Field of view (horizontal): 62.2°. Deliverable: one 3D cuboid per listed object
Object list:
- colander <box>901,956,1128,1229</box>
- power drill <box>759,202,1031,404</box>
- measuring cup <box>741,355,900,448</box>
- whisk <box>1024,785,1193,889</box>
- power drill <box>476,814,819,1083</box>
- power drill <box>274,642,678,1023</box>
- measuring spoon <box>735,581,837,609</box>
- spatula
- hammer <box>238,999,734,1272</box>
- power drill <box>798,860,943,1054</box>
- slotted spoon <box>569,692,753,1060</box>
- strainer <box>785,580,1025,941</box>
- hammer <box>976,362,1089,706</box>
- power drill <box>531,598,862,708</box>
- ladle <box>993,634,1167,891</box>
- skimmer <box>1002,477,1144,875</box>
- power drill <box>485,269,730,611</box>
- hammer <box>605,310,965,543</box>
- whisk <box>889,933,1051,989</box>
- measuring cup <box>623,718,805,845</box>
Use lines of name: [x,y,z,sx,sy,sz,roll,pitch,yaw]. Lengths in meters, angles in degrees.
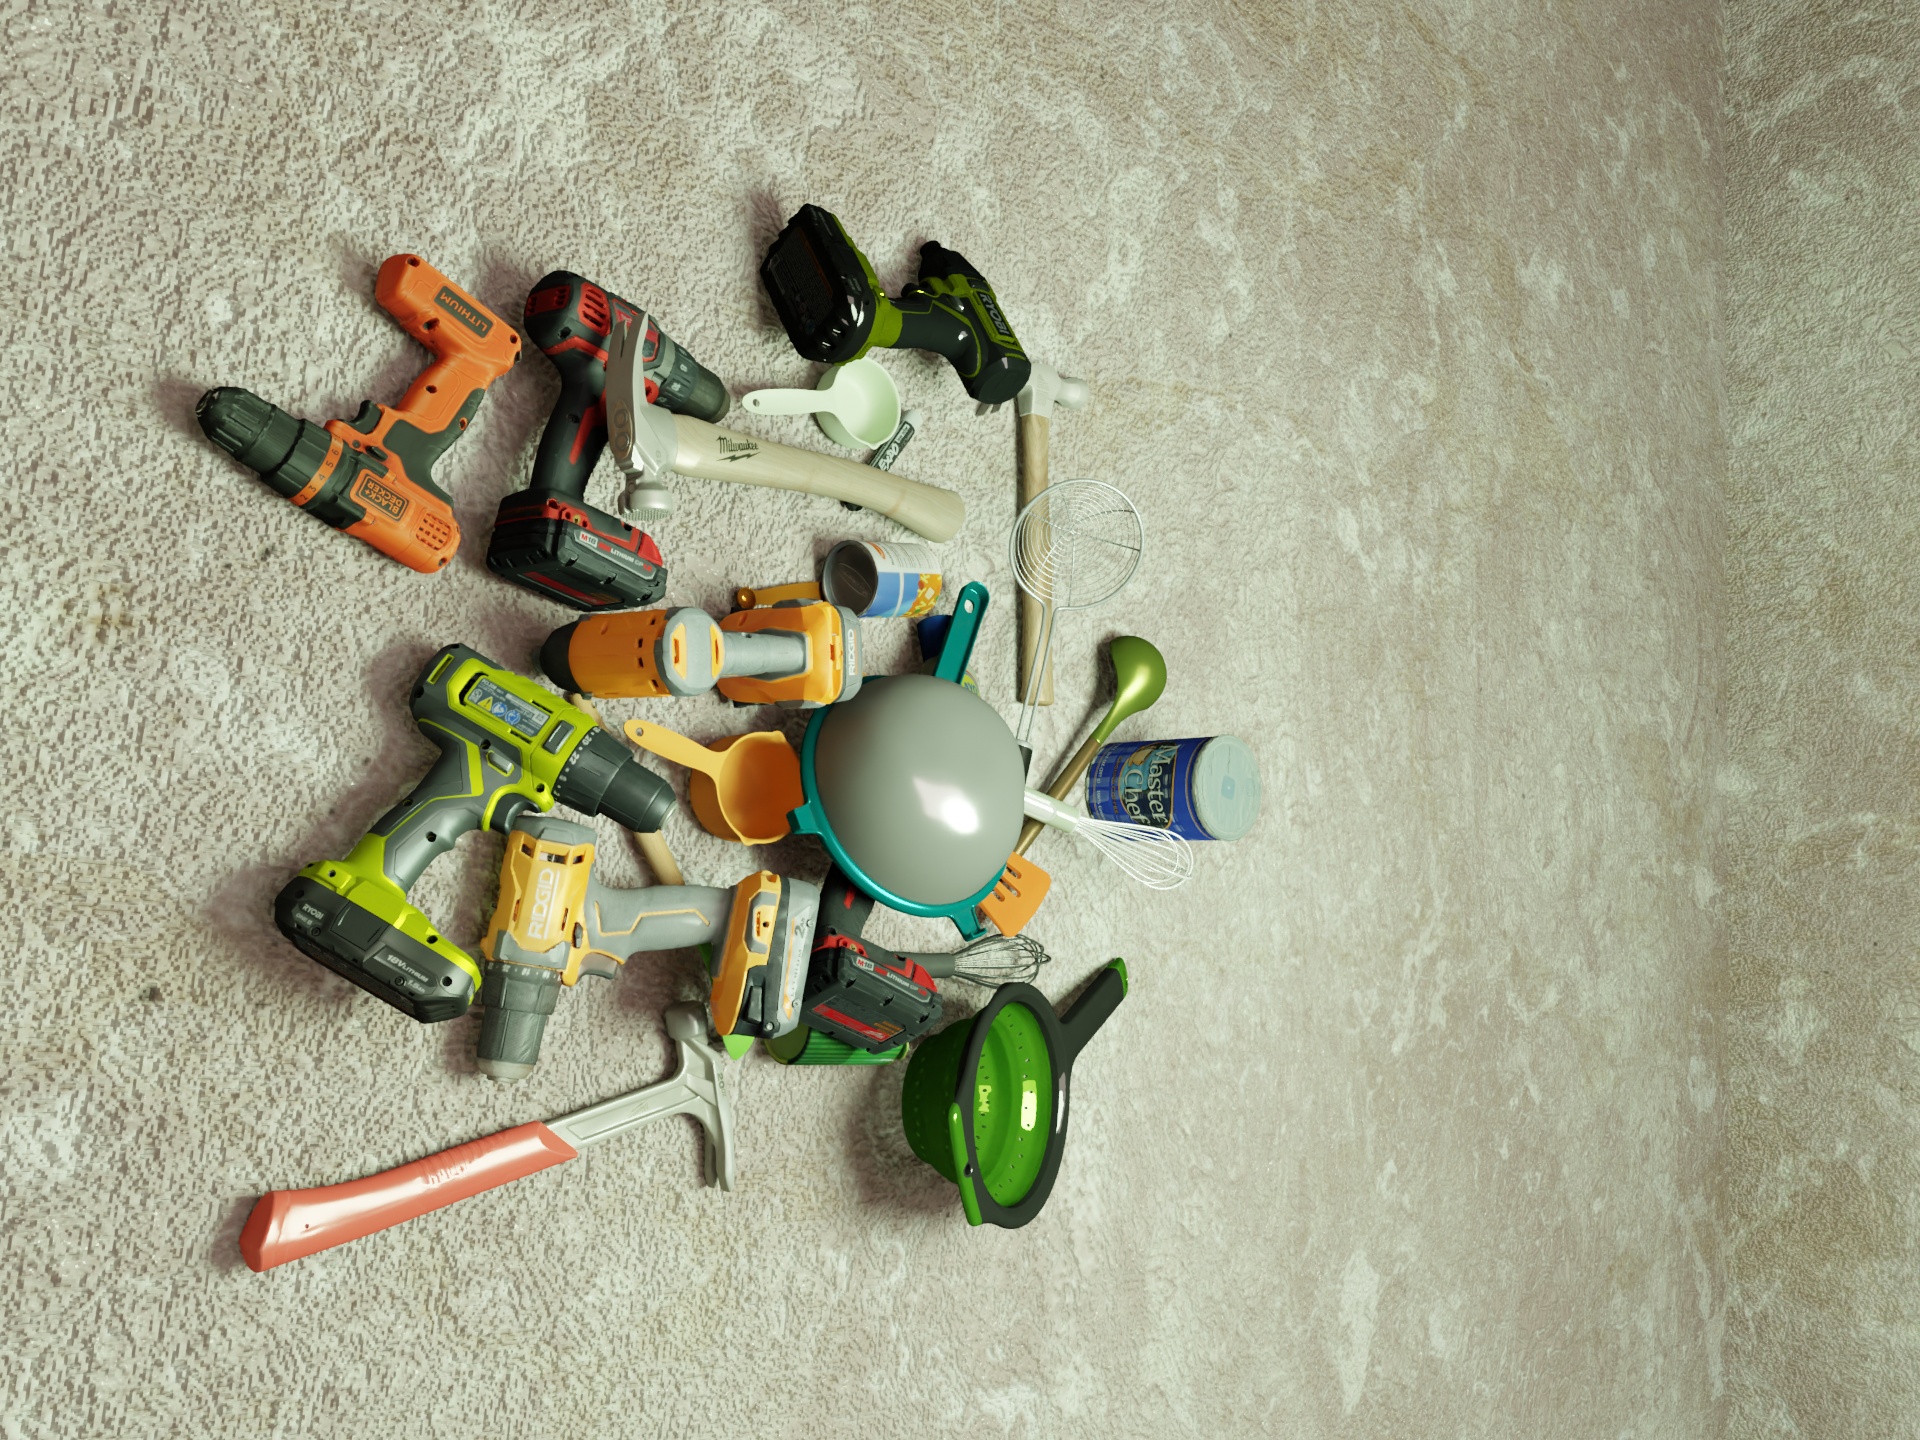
colander: [0.048,0.306,1.439,0.397,0.094,0.204,-32,115,-60]
power drill: [-0.054,-0.364,1.373,0.223,0.080,0.171,-1,57,-45]
measuring cup: [-0.124,-0.266,1.345,0.167,0.038,0.083,-11,94,-42]
whisk: [0.112,0.098,1.486,0.246,0.059,0.058,24,100,-15]
power drill: [-0.229,0.177,1.141,0.226,0.084,0.185,13,77,-18]
power drill: [-0.318,0.080,1.056,0.190,0.080,0.229,31,64,-1]
measuring spoon: [-0.144,-0.104,1.333,0.117,0.011,0.021,-9,88,-47]
spatula: [-0.025,0.053,1.410,0.081,0.041,0.322,-50,118,-35]
hammer: [-0.314,0.314,1.113,0.359,0.037,0.149,-11,94,-44]
power drill: [-0.069,0.148,1.293,0.143,0.078,0.220,31,43,-29]
slotted spoon: [-0.223,0.118,1.215,0.070,0.031,0.313,-80,147,-76]
strainer: [-0.002,-0.004,1.309,0.210,0.095,0.341,35,49,-22]
hammer: [0.071,-0.180,1.529,0.130,0.031,0.331,4,84,-44]
power drill: [-0.197,-0.049,1.190,0.226,0.164,0.084,-3,92,-56]
ladle: [0.108,0.040,1.547,0.320,0.062,0.078,-52,122,-25]
skimmer: [0.078,-0.040,1.436,0.127,0.090,0.363,18,73,-15]
power drill: [-0.253,-0.198,1.184,0.187,0.080,0.227,25,66,-53]
hammer: [-0.123,-0.209,1.281,0.410,0.038,0.146,3,80,-56]
whisk: [-0.015,0.215,1.407,0.238,0.055,0.055,5,83,-39]
measuring cup: [-0.201,0.038,1.236,0.173,0.052,0.095,29,67,-37]
